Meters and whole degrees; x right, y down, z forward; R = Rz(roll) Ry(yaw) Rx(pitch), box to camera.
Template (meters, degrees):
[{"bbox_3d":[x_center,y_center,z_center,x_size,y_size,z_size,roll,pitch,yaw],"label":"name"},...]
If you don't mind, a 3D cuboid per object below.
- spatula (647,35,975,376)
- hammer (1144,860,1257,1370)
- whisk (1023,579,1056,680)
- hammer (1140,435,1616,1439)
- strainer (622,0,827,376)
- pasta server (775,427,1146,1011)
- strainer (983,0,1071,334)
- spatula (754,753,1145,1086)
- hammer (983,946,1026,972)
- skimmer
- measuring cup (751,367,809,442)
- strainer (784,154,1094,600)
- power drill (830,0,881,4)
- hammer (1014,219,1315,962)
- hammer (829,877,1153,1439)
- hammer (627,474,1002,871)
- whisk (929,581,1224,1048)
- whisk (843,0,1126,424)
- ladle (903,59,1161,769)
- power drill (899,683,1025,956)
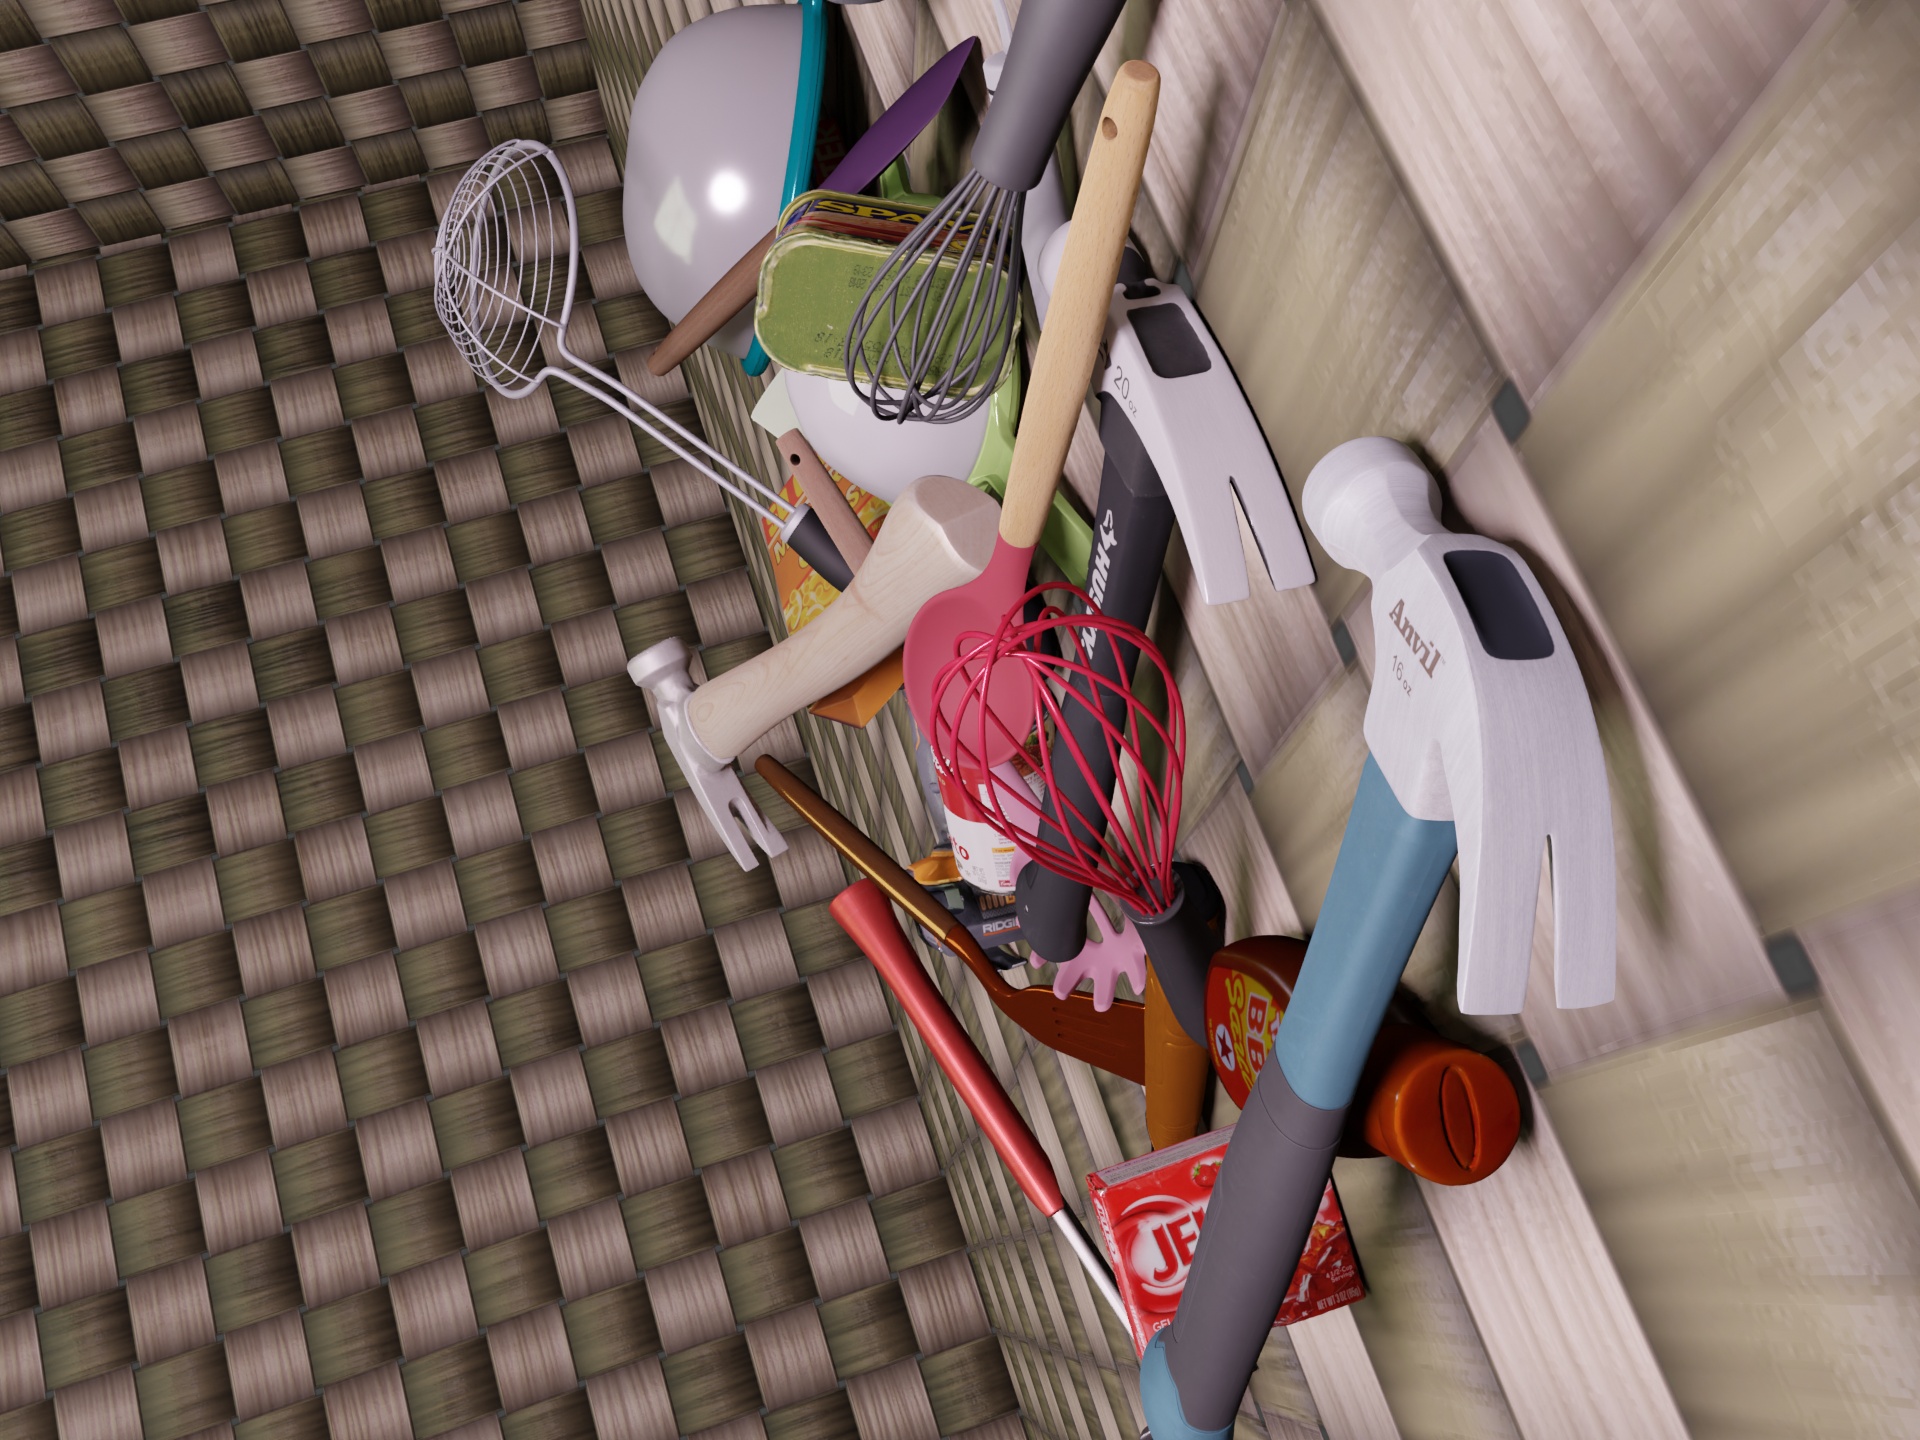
[{"bbox_3d":[-0.081,-0.225,0.742,0.316,0.018,0.060,-20,44,55],"label":"spatula"},{"bbox_3d":[0.102,0.191,0.749,0.336,0.034,0.127,84,162,-44],"label":"hammer"},{"bbox_3d":[-0.017,-0.145,0.812,0.070,0.070,0.285,103,145,-72],"label":"whisk"},{"bbox_3d":[0.091,0.100,0.426,0.128,0.033,0.330,-106,18,-50],"label":"hammer"},{"bbox_3d":[-0.156,-0.305,0.951,0.340,0.095,0.211,178,99,-75],"label":"strainer"},{"bbox_3d":[-0.001,-0.002,0.768,0.316,0.060,0.040,58,-157,-5],"label":"pasta server"},{"bbox_3d":[0.017,-0.223,0.522,0.087,0.050,0.258,-109,2,-52],"label":"strainer"},{"bbox_3d":[-0.012,0.100,0.882,0.323,0.041,0.080,38,154,36],"label":"spatula"},{"bbox_3d":[-0.020,0.001,1.148,0.149,0.036,0.408,-130,25,-65],"label":"hammer"},{"bbox_3d":[-0.121,-0.150,0.812,0.363,0.090,0.127,36,129,-2],"label":"skimmer"},{"bbox_3d":[-0.075,-0.214,0.973,0.038,0.083,0.168,40,-153,-5],"label":"measuring cup"},{"bbox_3d":[-0.016,-0.126,0.693,0.257,0.069,0.151,55,141,36],"label":"strainer"},{"bbox_3d":[-0.062,-0.386,0.596,0.143,0.078,0.219,-121,14,-56],"label":"power drill"},{"bbox_3d":[0.054,-0.005,0.598,0.334,0.035,0.146,96,157,-50],"label":"hammer"},{"bbox_3d":[0.028,0.241,0.919,0.359,0.036,0.149,54,-177,20],"label":"hammer"},{"bbox_3d":[-0.073,-0.019,0.794,0.146,0.038,0.410,61,152,-1],"label":"hammer"},{"bbox_3d":[0.059,0.051,0.538,0.295,0.073,0.073,57,-173,-52],"label":"whisk"},{"bbox_3d":[0.012,-0.171,0.482,0.055,0.055,0.238,69,152,25],"label":"whisk"},{"bbox_3d":[0.022,-0.079,0.529,0.069,0.031,0.315,46,152,19],"label":"ladle"},{"bbox_3d":[-0.003,0.023,0.961,0.185,0.084,0.226,163,95,-79],"label":"power drill"}]
